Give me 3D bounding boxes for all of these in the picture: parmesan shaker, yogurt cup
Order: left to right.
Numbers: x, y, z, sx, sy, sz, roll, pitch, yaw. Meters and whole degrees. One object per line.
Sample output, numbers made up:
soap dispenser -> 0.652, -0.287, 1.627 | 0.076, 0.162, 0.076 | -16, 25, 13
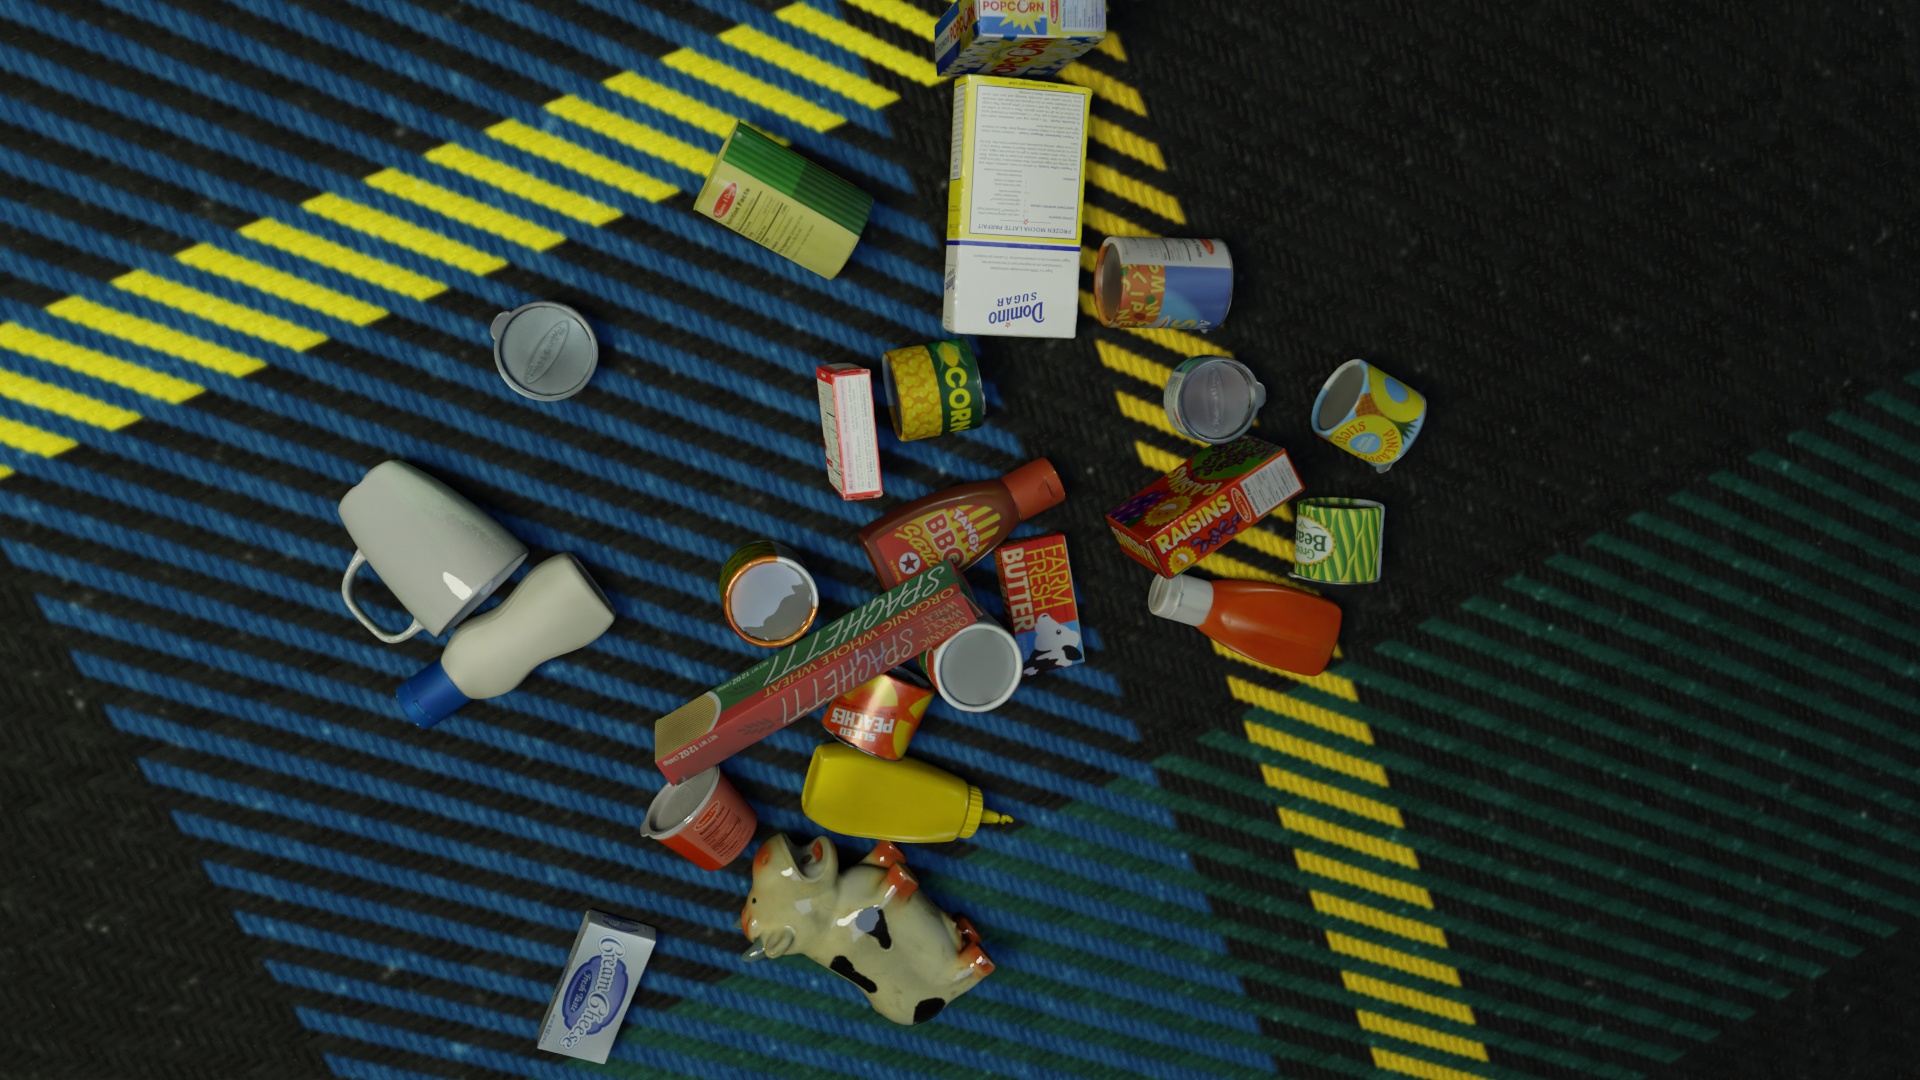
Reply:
yogurt cup -> -0.183, 0.200, 0.997 | 0.072, 0.072, 0.054 | -42, 115, -3
parmesan shaker -> -0.119, -0.226, 0.936 | 0.103, 0.071, 0.071 | 26, 93, -18

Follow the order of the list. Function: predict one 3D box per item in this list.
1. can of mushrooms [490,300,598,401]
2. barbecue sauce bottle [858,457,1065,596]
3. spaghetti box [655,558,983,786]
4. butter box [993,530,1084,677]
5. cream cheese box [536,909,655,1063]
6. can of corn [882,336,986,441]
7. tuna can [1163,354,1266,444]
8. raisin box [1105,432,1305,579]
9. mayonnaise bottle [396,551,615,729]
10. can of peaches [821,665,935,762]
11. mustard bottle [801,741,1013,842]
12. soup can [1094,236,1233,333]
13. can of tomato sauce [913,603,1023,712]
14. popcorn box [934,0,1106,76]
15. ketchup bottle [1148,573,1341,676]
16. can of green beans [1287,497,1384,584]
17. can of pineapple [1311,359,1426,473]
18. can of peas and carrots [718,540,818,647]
can of mushrooms -> -0.278, -0.129, 0.929 | 0.071, 0.033, 0.071 | -3, 101, -13
barbecue sauce bottle -> 0.004, -0.013, 1.014 | 0.149, 0.044, 0.064 | -27, 109, -8
spaghetti box -> -0.103, 0.092, 0.978 | 0.250, 0.050, 0.028 | -29, 121, 4
butter box -> 0.059, 0.047, 1.048 | 0.053, 0.024, 0.103 | -13, 103, -12
cream cheese box -> -0.267, 0.327, 1.019 | 0.053, 0.024, 0.103 | 21, 95, -18
can of corn -> -0.019, -0.105, 0.977 | 0.058, 0.071, 0.071 | -11, 103, -10
tuna can -> 0.191, -0.107, 1.048 | 0.071, 0.033, 0.071 | -3, 101, -13
raisin box -> 0.179, -0.028, 1.031 | 0.123, 0.086, 0.040 | -33, 111, -6
mayonnaise bottle -> -0.314, 0.072, 0.953 | 0.148, 0.041, 0.064 | -35, 105, -4
can of peaches -> -0.060, 0.120, 1.008 | 0.071, 0.071, 0.058 | 26, 92, -17
mustard bottle -> -0.036, 0.195, 1.039 | 0.160, 0.049, 0.065 | 16, 97, -16
soup can -> 0.146, -0.184, 1.007 | 0.084, 0.071, 0.071 | -1, 101, -13
can of tomato sauce -> 0.004, 0.084, 1.010 | 0.071, 0.083, 0.071 | -2, 101, -13
popcorn box -> 0.037, -0.338, 0.920 | 0.085, 0.127, 0.038 | -3, 97, -13
ketchup bottle -> 0.220, 0.059, 1.079 | 0.149, 0.043, 0.064 | 16, 95, -16
can of green beans -> 0.293, -0.001, 1.075 | 0.071, 0.071, 0.057 | -2, 100, -13
can of pineapple -> 0.311, -0.096, 1.061 | 0.058, 0.071, 0.071 | 26, 93, -16
can of peas and carrots -> -0.138, 0.039, 0.980 | 0.071, 0.059, 0.070 | -2, 100, -13
